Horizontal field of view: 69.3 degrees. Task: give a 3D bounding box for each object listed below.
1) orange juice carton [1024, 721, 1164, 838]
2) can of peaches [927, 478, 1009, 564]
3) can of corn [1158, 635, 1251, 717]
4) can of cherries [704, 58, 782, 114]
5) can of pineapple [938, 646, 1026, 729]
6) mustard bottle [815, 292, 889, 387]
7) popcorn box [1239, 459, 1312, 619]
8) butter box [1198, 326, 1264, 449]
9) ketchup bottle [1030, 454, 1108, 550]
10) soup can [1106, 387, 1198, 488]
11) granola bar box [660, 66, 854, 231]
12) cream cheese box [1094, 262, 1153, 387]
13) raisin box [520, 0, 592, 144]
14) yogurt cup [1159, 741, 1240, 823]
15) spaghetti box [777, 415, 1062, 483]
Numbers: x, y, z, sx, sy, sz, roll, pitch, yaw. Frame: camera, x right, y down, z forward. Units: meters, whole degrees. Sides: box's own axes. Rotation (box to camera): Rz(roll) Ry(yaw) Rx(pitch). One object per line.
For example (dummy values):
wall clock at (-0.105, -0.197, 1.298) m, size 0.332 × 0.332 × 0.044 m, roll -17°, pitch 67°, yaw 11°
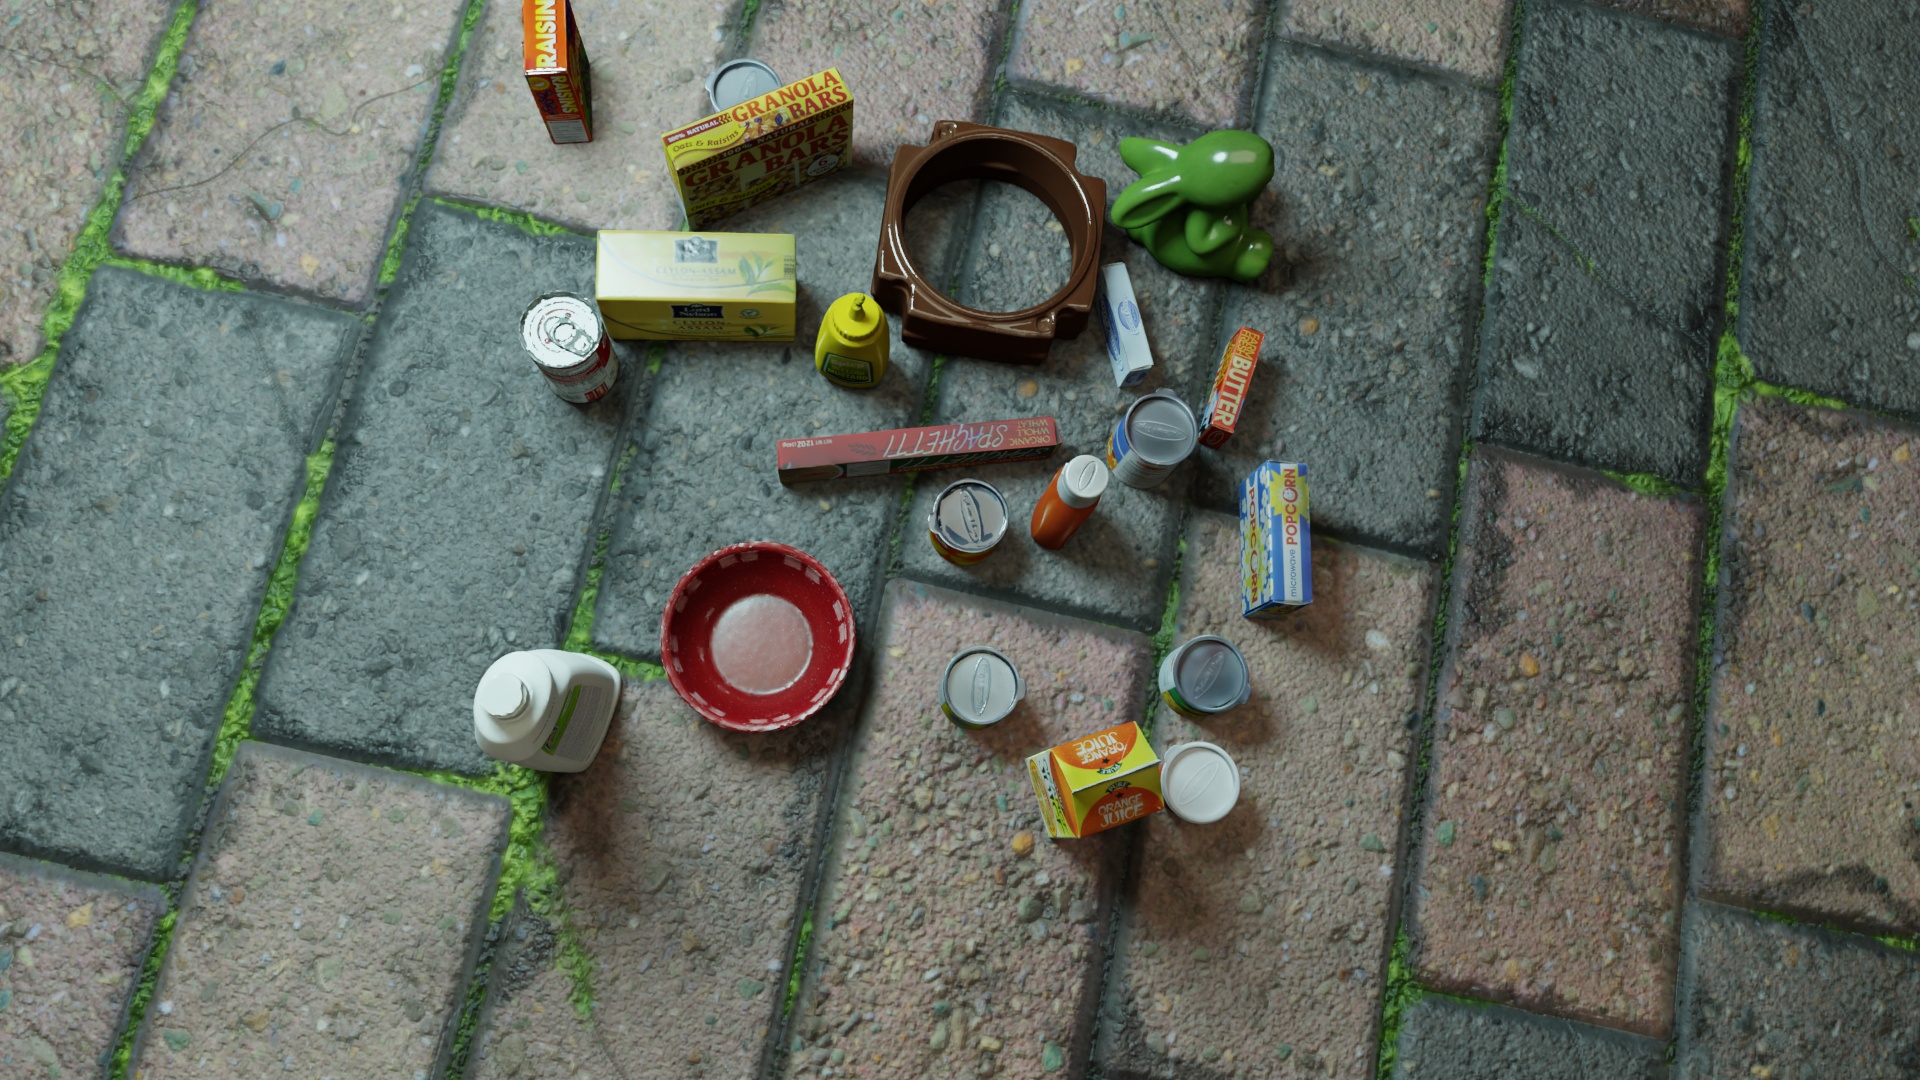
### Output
orange juice carton at (0.107, 0.193, 1.110) m, size 0.072 × 0.192 × 0.073 m, roll -16°, pitch 80°, yaw -9°
can of peaches at (0.004, -0.015, 1.217) m, size 0.071 × 0.058 × 0.071 m, roll 1°, pitch 77°, yaw -5°
can of corn at (0.212, 0.121, 1.206) m, size 0.071 × 0.058 × 0.071 m, roll 1°, pitch 77°, yaw -5°
can of cherries at (-0.199, -0.403, 1.287) m, size 0.071 × 0.058 × 0.071 m, roll 1°, pitch 77°, yaw -5°
can of pineapple at (0.017, 0.128, 1.186) m, size 0.071 × 0.057 × 0.071 m, roll 1°, pitch 77°, yaw -5°
mustard bottle at (-0.092, -0.176, 1.192) m, size 0.065 × 0.160 × 0.049 m, roll 12°, pitch 77°, yaw -3°
popcorn box at (0.277, 0.001, 1.226) m, size 0.038 × 0.085 × 0.127 m, roll 2°, pitch 77°, yaw -5°
butter box at (0.247, -0.140, 1.272) m, size 0.024 × 0.053 × 0.104 m, roll 20°, pitch 76°, yaw -1°
ketchup bottle at (0.094, -0.036, 1.184) m, size 0.043 × 0.148 × 0.065 m, roll 26°, pitch 77°, yaw 1°
soup can at (0.170, -0.090, 1.237) m, size 0.071 × 0.083 × 0.071 m, roll 1°, pitch 77°, yaw -5°
granola bar box at (-0.179, -0.349, 1.242) m, size 0.166 × 0.124 × 0.039 m, roll -25°, pitch 81°, yaw -10°
cream cheese box at (0.148, -0.197, 1.275) m, size 0.024 × 0.053 × 0.104 m, roll -12°, pitch 79°, yaw -8°
raisin box at (-0.360, -0.424, 1.242) m, size 0.040 × 0.123 × 0.086 m, roll -3°, pitch 78°, yaw -6°
yogurt cup at (0.199, 0.208, 1.187) m, size 0.072 × 0.054 × 0.072 m, roll 1°, pitch 77°, yaw -5°
spaghetti box at (-0.037, -0.080, 1.232) m, size 0.250 × 0.050 × 0.029 m, roll -6°, pitch 78°, yaw -7°
